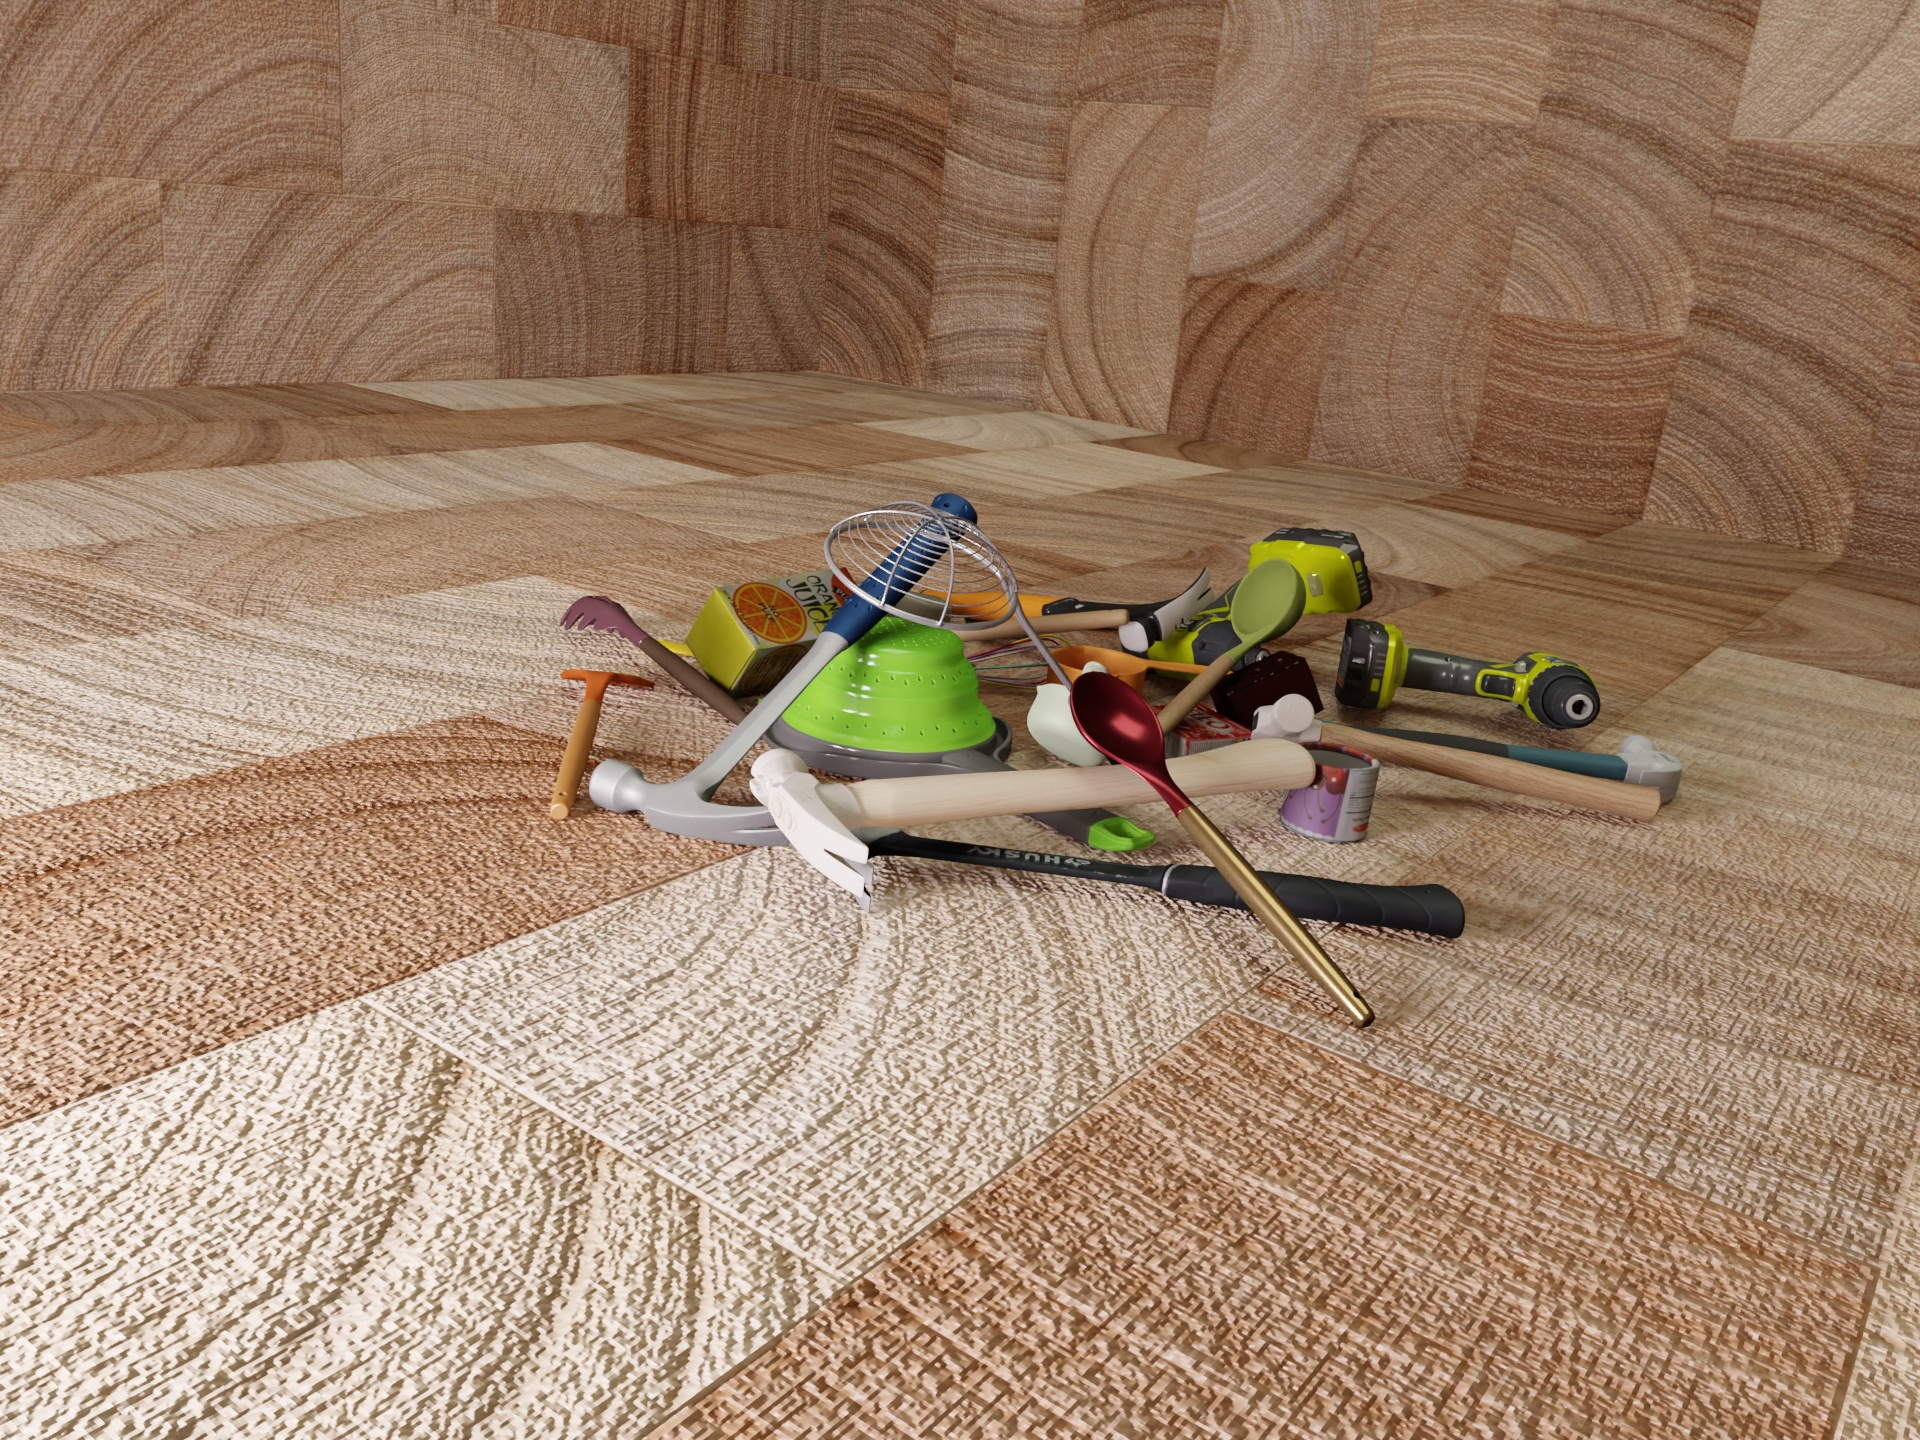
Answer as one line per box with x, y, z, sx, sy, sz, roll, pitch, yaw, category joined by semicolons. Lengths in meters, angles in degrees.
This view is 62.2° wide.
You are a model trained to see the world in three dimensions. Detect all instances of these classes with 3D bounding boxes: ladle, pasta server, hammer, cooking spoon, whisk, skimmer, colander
0.206;-0.047;1.346;0.078;0.062;0.320;-26;10;47;ladle
-0.264;-0.050;1.393;0.060;0.040;0.316;7;18;-42;pasta server
0.087;-0.115;1.579;0.337;0.034;0.127;6;31;44;hammer
0.001;-0.080;1.471;0.319;0.017;0.069;-5;10;21;cooking spoon
0.397;0.035;1.282;0.331;0.031;0.130;12;-9;-2;hammer
-0.001;-0.050;1.450;0.245;0.047;0.051;-4;14;-22;whisk
-0.095;-0.051;1.187;0.144;0.035;0.406;17;45;24;hammer
0.158;0.074;0.997;0.069;0.031;0.316;-4;40;-32;ladle
0.120;0.102;1.033;0.409;0.036;0.149;7;19;2;hammer
0.036;-0.028;1.105;0.362;0.090;0.127;49;4;-46;skimmer
0.076;0.050;1.062;0.410;0.038;0.146;-4;23;-28;hammer
-0.002;-0.004;1.223;0.204;0.094;0.397;-10;24;-41;colander
0.455;0.029;1.373;0.331;0.033;0.128;6;17;1;hammer

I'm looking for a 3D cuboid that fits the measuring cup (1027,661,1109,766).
0.091;-0.005;1.223;0.083;0.038;0.167;29;-15;6;measuring cup

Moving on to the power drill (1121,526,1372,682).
0.289;-0.105;1.547;0.223;0.080;0.171;-32;25;-27;power drill

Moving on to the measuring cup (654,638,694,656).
-0.216;-0.070;1.464;0.156;0.029;0.062;10;18;6;measuring cup

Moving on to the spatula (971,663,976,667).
-0.103;-0.089;1.583;0.316;0.018;0.059;20;18;40;spatula

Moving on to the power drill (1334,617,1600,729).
0.475;-0.037;1.485;0.228;0.080;0.190;9;10;8;power drill

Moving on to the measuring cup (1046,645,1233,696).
0.160;-0.027;1.424;0.173;0.052;0.095;4;18;-13;measuring cup

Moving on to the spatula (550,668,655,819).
-0.285;0.008;1.217;0.081;0.041;0.323;5;22;-8;spatula
